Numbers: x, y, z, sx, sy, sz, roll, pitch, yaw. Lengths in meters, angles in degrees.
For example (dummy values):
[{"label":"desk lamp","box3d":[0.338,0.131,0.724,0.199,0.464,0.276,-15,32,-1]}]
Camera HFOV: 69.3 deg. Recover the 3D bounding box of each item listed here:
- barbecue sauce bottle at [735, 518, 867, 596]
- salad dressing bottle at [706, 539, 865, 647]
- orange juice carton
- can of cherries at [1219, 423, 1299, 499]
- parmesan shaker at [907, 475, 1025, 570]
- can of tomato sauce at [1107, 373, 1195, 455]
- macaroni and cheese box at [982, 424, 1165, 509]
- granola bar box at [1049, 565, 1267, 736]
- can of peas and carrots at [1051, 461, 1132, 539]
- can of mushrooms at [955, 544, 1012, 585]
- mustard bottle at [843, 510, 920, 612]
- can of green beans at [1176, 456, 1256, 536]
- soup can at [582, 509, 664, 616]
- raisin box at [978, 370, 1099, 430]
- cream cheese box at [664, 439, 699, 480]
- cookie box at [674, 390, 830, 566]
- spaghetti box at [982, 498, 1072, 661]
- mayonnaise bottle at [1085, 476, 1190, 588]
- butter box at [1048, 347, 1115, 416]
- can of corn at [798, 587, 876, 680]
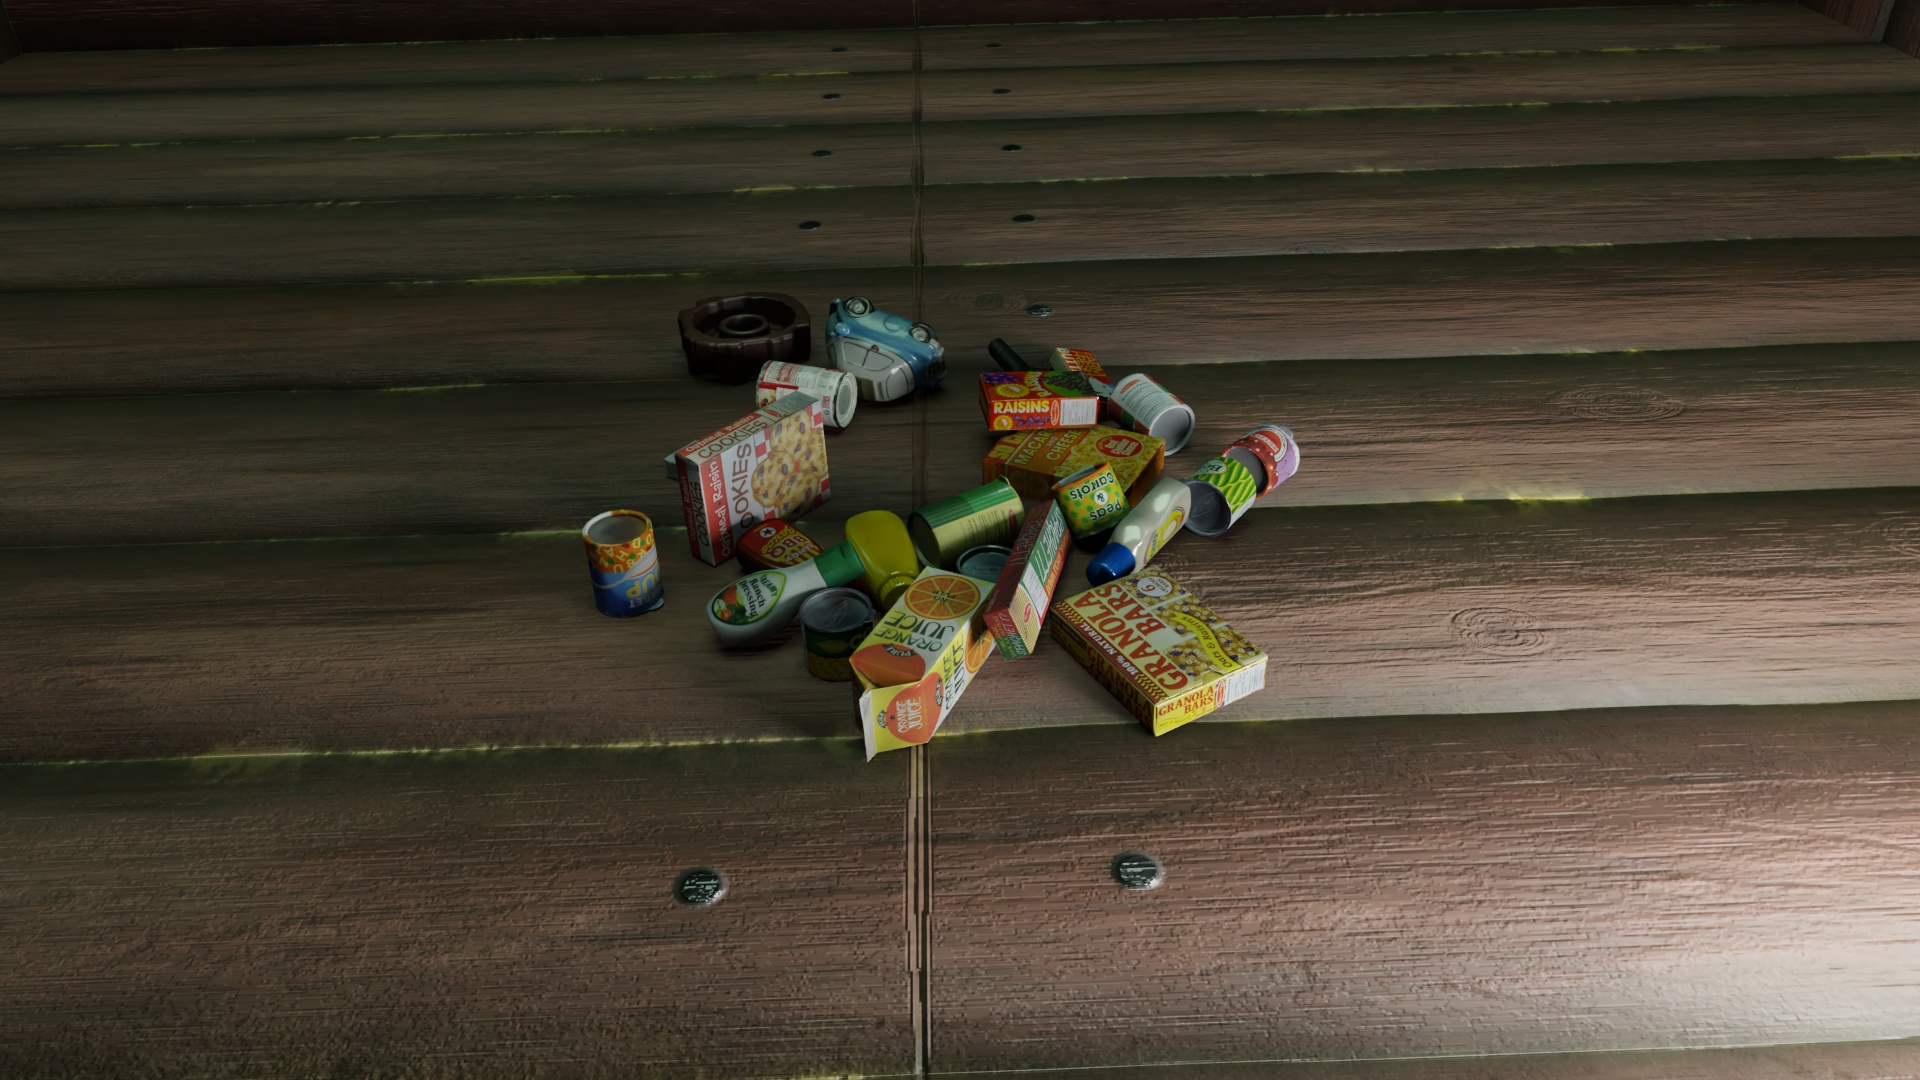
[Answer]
[{"label":"barbecue sauce bottle","box3d":[-0.153,0.029,1.363,0.149,0.043,0.065,29,47,36]},{"label":"salad dressing bottle","box3d":[-0.162,0.047,1.295,0.148,0.043,0.064,-27,52,-2]},{"label":"orange juice carton","box3d":[-0.039,0.108,1.217,0.073,0.071,0.194,13,37,22]},{"label":"can of cherries","box3d":[0.321,-0.087,1.490,0.071,0.071,0.059,27,44,35]},{"label":"parmesan shaker","box3d":[0.005,-0.018,1.400,0.103,0.071,0.071,-21,39,-26]},{"label":"can of tomato sauce","box3d":[0.218,-0.142,1.583,0.071,0.070,0.083,-17,38,-21]},{"label":"macaroni and cheese box","box3d":[0.125,-0.086,1.524,0.166,0.040,0.124,15,37,22]},{"label":"granola bar box","box3d":[0.177,0.095,1.258,0.124,0.038,0.166,-19,38,-24]},{"label":"can of peas and carrots","box3d":[0.134,-0.041,1.416,0.071,0.058,0.071,-26,7,3]},{"label":"can of mushrooms","box3d":[0.028,0.037,1.353,0.071,0.033,0.071,0,34,0]},{"label":"mustard bottle","box3d":[-0.070,0.030,1.354,0.065,0.048,0.161,-11,36,-13]},{"label":"can of green beans","box3d":[0.264,-0.046,1.437,0.071,0.071,0.058,22,40,30]},{"label":"soup can","box3d":[-0.324,0.022,1.343,0.071,0.083,0.072,-1,34,0]},{"label":"raisin box","box3d":[0.086,-0.158,1.562,0.123,0.040,0.086,-3,29,-6]},{"label":"cream cheese box","box3d":[-0.273,-0.077,1.539,0.104,0.024,0.053,22,42,30]},{"label":"cookie box","box3d":[-0.212,-0.066,1.433,0.040,0.122,0.168,24,42,34]},{"label":"spaghetti box","box3d":[0.067,0.031,1.306,0.028,0.050,0.251,-19,18,21]},{"label":"mayonnaise bottle","box3d":[0.178,-0.002,1.384,0.041,0.064,0.149,27,47,23]},{"label":"butter box","box3d":[0.150,-0.189,1.656,0.053,0.024,0.104,1,44,-31]},{"label":"can of corn","box3d":[-0.109,0.086,1.264,0.071,0.058,0.071,-1,34,1]}]
